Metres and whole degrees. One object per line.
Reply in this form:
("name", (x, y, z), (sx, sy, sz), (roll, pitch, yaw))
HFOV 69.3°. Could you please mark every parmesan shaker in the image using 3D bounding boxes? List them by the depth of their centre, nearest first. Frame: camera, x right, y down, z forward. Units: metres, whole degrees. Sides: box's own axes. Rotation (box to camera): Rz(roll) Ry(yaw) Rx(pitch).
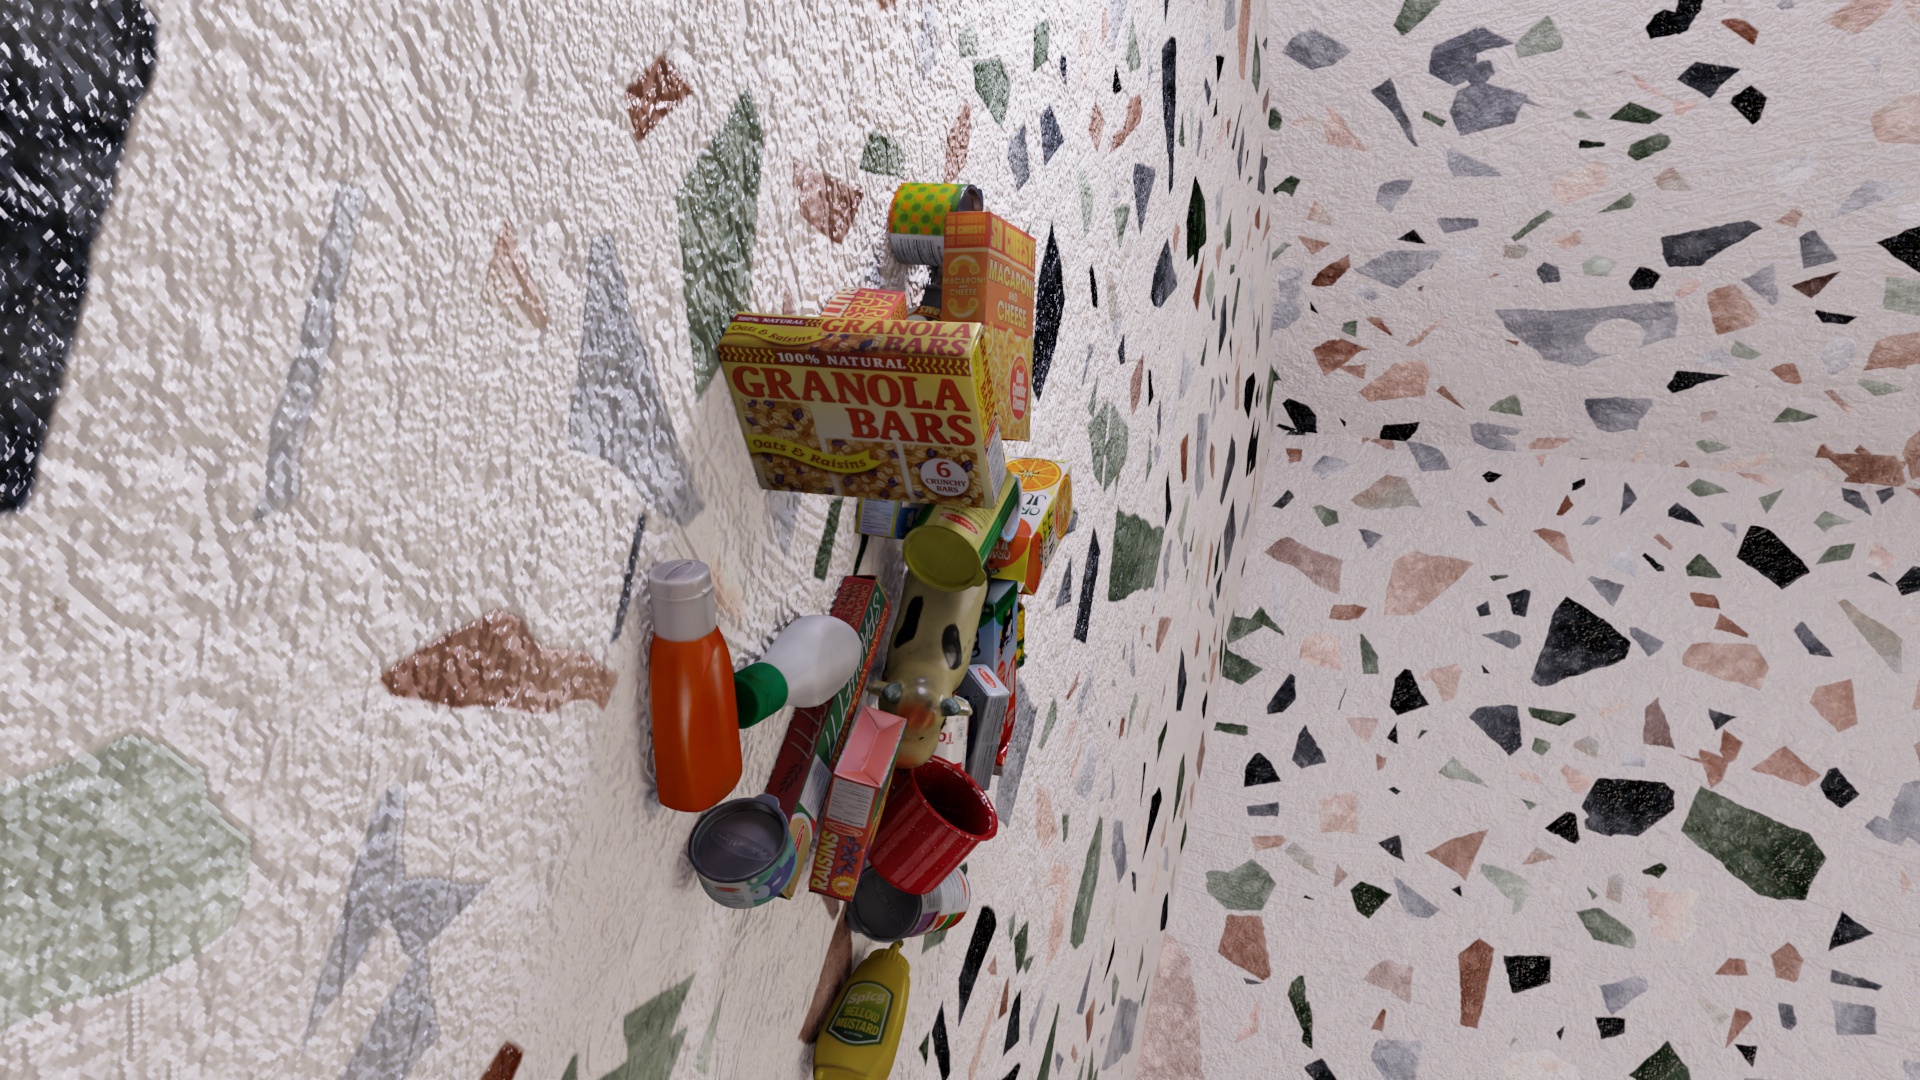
("parmesan shaker", (0.004, -0.014, 1.124), (0.103, 0.071, 0.071), (-61, 152, -48))

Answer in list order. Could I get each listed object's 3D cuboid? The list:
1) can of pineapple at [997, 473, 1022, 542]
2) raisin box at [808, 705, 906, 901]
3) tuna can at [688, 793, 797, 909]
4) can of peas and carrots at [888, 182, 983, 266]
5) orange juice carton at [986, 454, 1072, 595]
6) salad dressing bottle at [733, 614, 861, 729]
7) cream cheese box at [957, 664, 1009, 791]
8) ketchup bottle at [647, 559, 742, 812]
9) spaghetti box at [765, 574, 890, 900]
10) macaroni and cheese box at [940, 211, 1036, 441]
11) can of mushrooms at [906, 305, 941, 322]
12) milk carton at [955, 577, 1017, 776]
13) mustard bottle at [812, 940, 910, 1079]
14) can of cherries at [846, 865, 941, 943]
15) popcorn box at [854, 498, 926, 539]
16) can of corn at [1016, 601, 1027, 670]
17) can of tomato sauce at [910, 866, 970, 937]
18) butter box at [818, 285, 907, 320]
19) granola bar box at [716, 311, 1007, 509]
("can of pineapple", (0.022, -0.033, 1.313), (0.071, 0.058, 0.071), (6, 91, -71))
("raisin box", (-0.080, 0.202, 1.065), (0.086, 0.040, 0.122), (-70, 175, -58))
("tuna can", (-0.140, 0.202, 0.906), (0.071, 0.071, 0.032), (-65, 156, -43))
("can of peas and carrots", (-0.018, -0.255, 1.113), (0.071, 0.059, 0.071), (5, 91, -72))
("orange juice carton", (0.055, -0.007, 1.400), (0.194, 0.072, 0.072), (-59, 151, -51))
("salad dressing bottle", (-0.119, 0.092, 0.966), (0.148, 0.044, 0.064), (-26, 121, -67))
("cream cheese box", (0.014, 0.170, 1.254), (0.053, 0.024, 0.103), (-134, -130, -56))
("ketchup bottle", (-0.161, 0.086, 0.835), (0.065, 0.043, 0.148), (-49, 141, -61))
("spaghetti box", (-0.105, 0.142, 1.045), (0.050, 0.029, 0.251), (70, 33, -55))
("macaroni and cheese box", (0.021, -0.163, 1.086), (0.124, 0.040, 0.166), (-3, 95, -70))
("can of mushrooms", (-0.027, -0.153, 1.109), (0.034, 0.071, 0.070), (-65, 155, -45))
("milk carton", (0.009, 0.133, 1.315), (0.074, 0.072, 0.189), (-41, 135, -64))
("mustard bottle", (-0.076, 0.396, 1.180), (0.161, 0.065, 0.048), (-66, 161, -55))
("can of cherries", (-0.058, 0.311, 1.198), (0.058, 0.071, 0.071), (30, 68, -71))
("popcorn box", (-0.042, -0.043, 1.151), (0.127, 0.038, 0.085), (4, 94, -72))
("can of corn", (0.034, 0.093, 1.376), (0.071, 0.071, 0.058), (-41, 134, -64))
("can of tomato sauce", (-0.036, 0.325, 1.265), (0.083, 0.071, 0.071), (32, 67, -69))
("butter box", (-0.079, -0.143, 0.983), (0.104, 0.053, 0.024), (-64, 156, -44))
("granola bar box", (-0.060, -0.083, 0.886), (0.123, 0.165, 0.039), (79, 23, -43))
